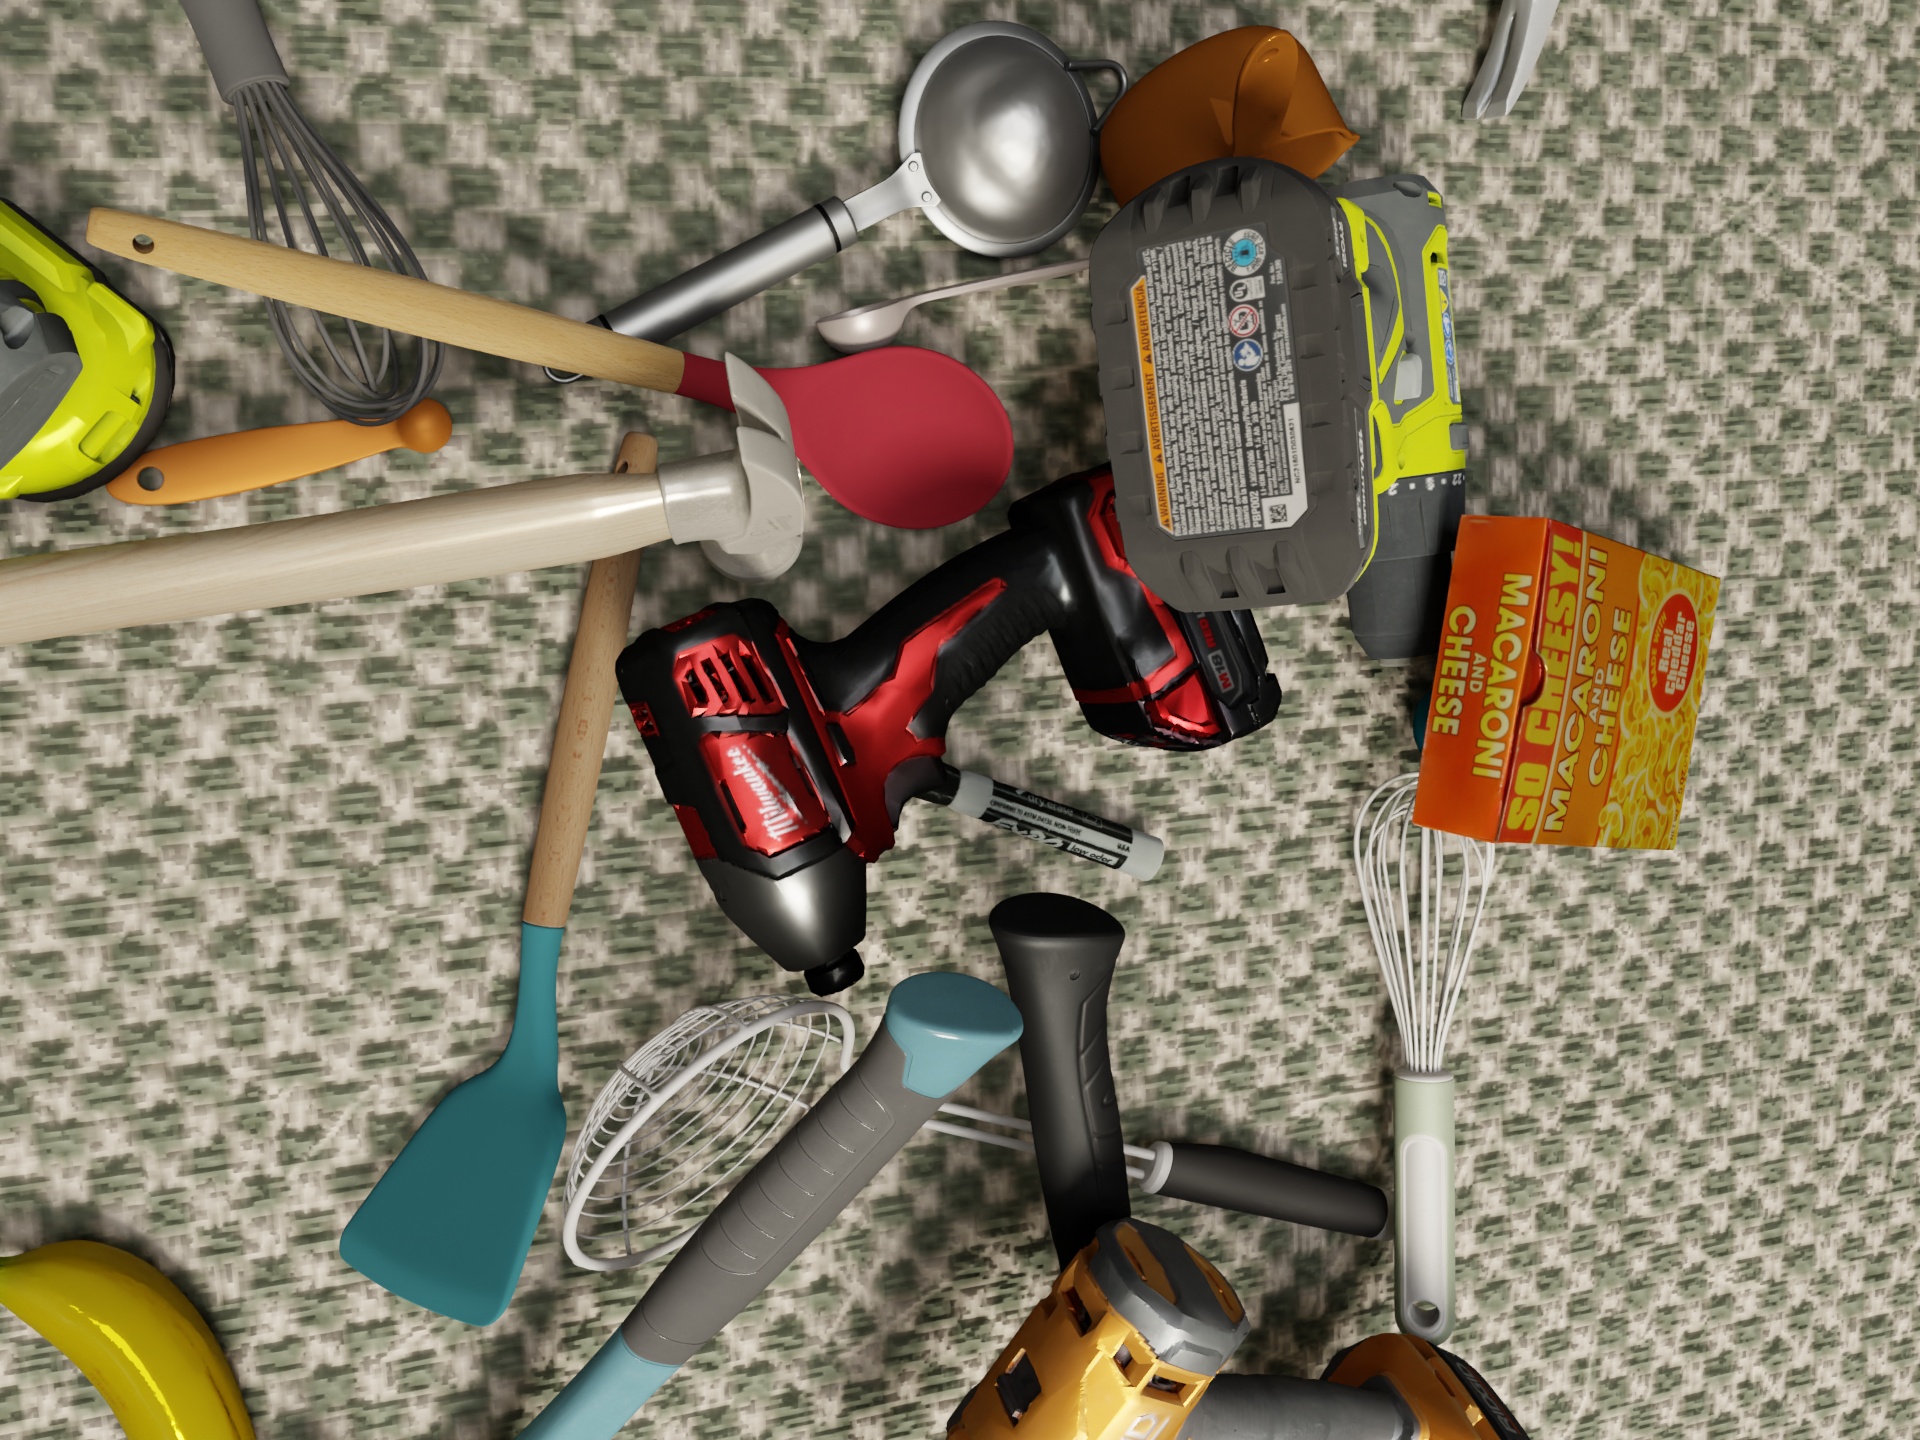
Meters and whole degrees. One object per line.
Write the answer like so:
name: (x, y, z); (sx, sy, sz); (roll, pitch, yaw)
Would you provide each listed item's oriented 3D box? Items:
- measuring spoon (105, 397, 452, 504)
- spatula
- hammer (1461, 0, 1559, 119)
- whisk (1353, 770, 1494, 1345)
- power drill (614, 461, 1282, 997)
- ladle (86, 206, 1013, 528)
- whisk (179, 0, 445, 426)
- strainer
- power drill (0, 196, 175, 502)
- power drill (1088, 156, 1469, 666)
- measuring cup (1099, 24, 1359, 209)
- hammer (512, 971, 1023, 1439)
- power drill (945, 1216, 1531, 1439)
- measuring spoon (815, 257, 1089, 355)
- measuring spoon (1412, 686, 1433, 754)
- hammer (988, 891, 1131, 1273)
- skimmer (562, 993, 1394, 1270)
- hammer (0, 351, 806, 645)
measuring spoon: (-0.238, -0.094, 0.557); (0.117, 0.011, 0.021); (-15, 99, -14)
spatula: (-0.152, 0.048, 0.576); (0.044, 0.082, 0.317); (13, 87, -60)
hammer: (0.051, -0.308, 0.600); (0.405, 0.035, 0.144); (-3, 108, -13)
whisk: (0.196, 0.142, 0.672); (0.058, 0.059, 0.246); (0, 90, 17)
power drill: (-0.001, -0.002, 0.583); (0.219, 0.078, 0.143); (-25, 98, -19)
ladle: (-0.122, -0.124, 0.546); (0.315, 0.031, 0.069); (9, 112, -30)
whisk: (-0.234, -0.213, 0.530); (0.055, 0.055, 0.239); (-23, 97, -13)
strainer: (-0.038, -0.187, 0.592); (0.258, 0.050, 0.086); (-30, 111, -8)
power drill: (-0.306, -0.128, 0.424); (0.171, 0.223, 0.080); (40, 84, -16)
power drill: (0.133, -0.104, 0.574); (0.080, 0.228, 0.190); (-3, 98, 30)
measuring cup: (0.092, -0.221, 0.559); (0.095, 0.173, 0.052); (-25, 87, 5)
hammer: (-0.098, 0.205, 0.546); (0.128, 0.033, 0.331); (28, 112, -34)
power drill: (0.088, 0.293, 0.594); (0.226, 0.084, 0.185); (28, 102, -28)
measuring spoon: (0.004, -0.160, 0.612); (0.124, 0.034, 0.018); (-18, 109, -18)
measuring spoon: (0.200, -0.039, 0.681); (0.021, 0.042, 0.128); (-7, 89, 10)
hammer: (0.046, 0.206, 0.598); (0.146, 0.035, 0.334); (-18, 120, -15)
skimmer: (0.029, 0.185, 0.619); (0.363, 0.090, 0.127); (17, 118, -19)
hammer: (-0.252, -0.045, 0.490); (0.410, 0.146, 0.038); (-10, 84, -6)
